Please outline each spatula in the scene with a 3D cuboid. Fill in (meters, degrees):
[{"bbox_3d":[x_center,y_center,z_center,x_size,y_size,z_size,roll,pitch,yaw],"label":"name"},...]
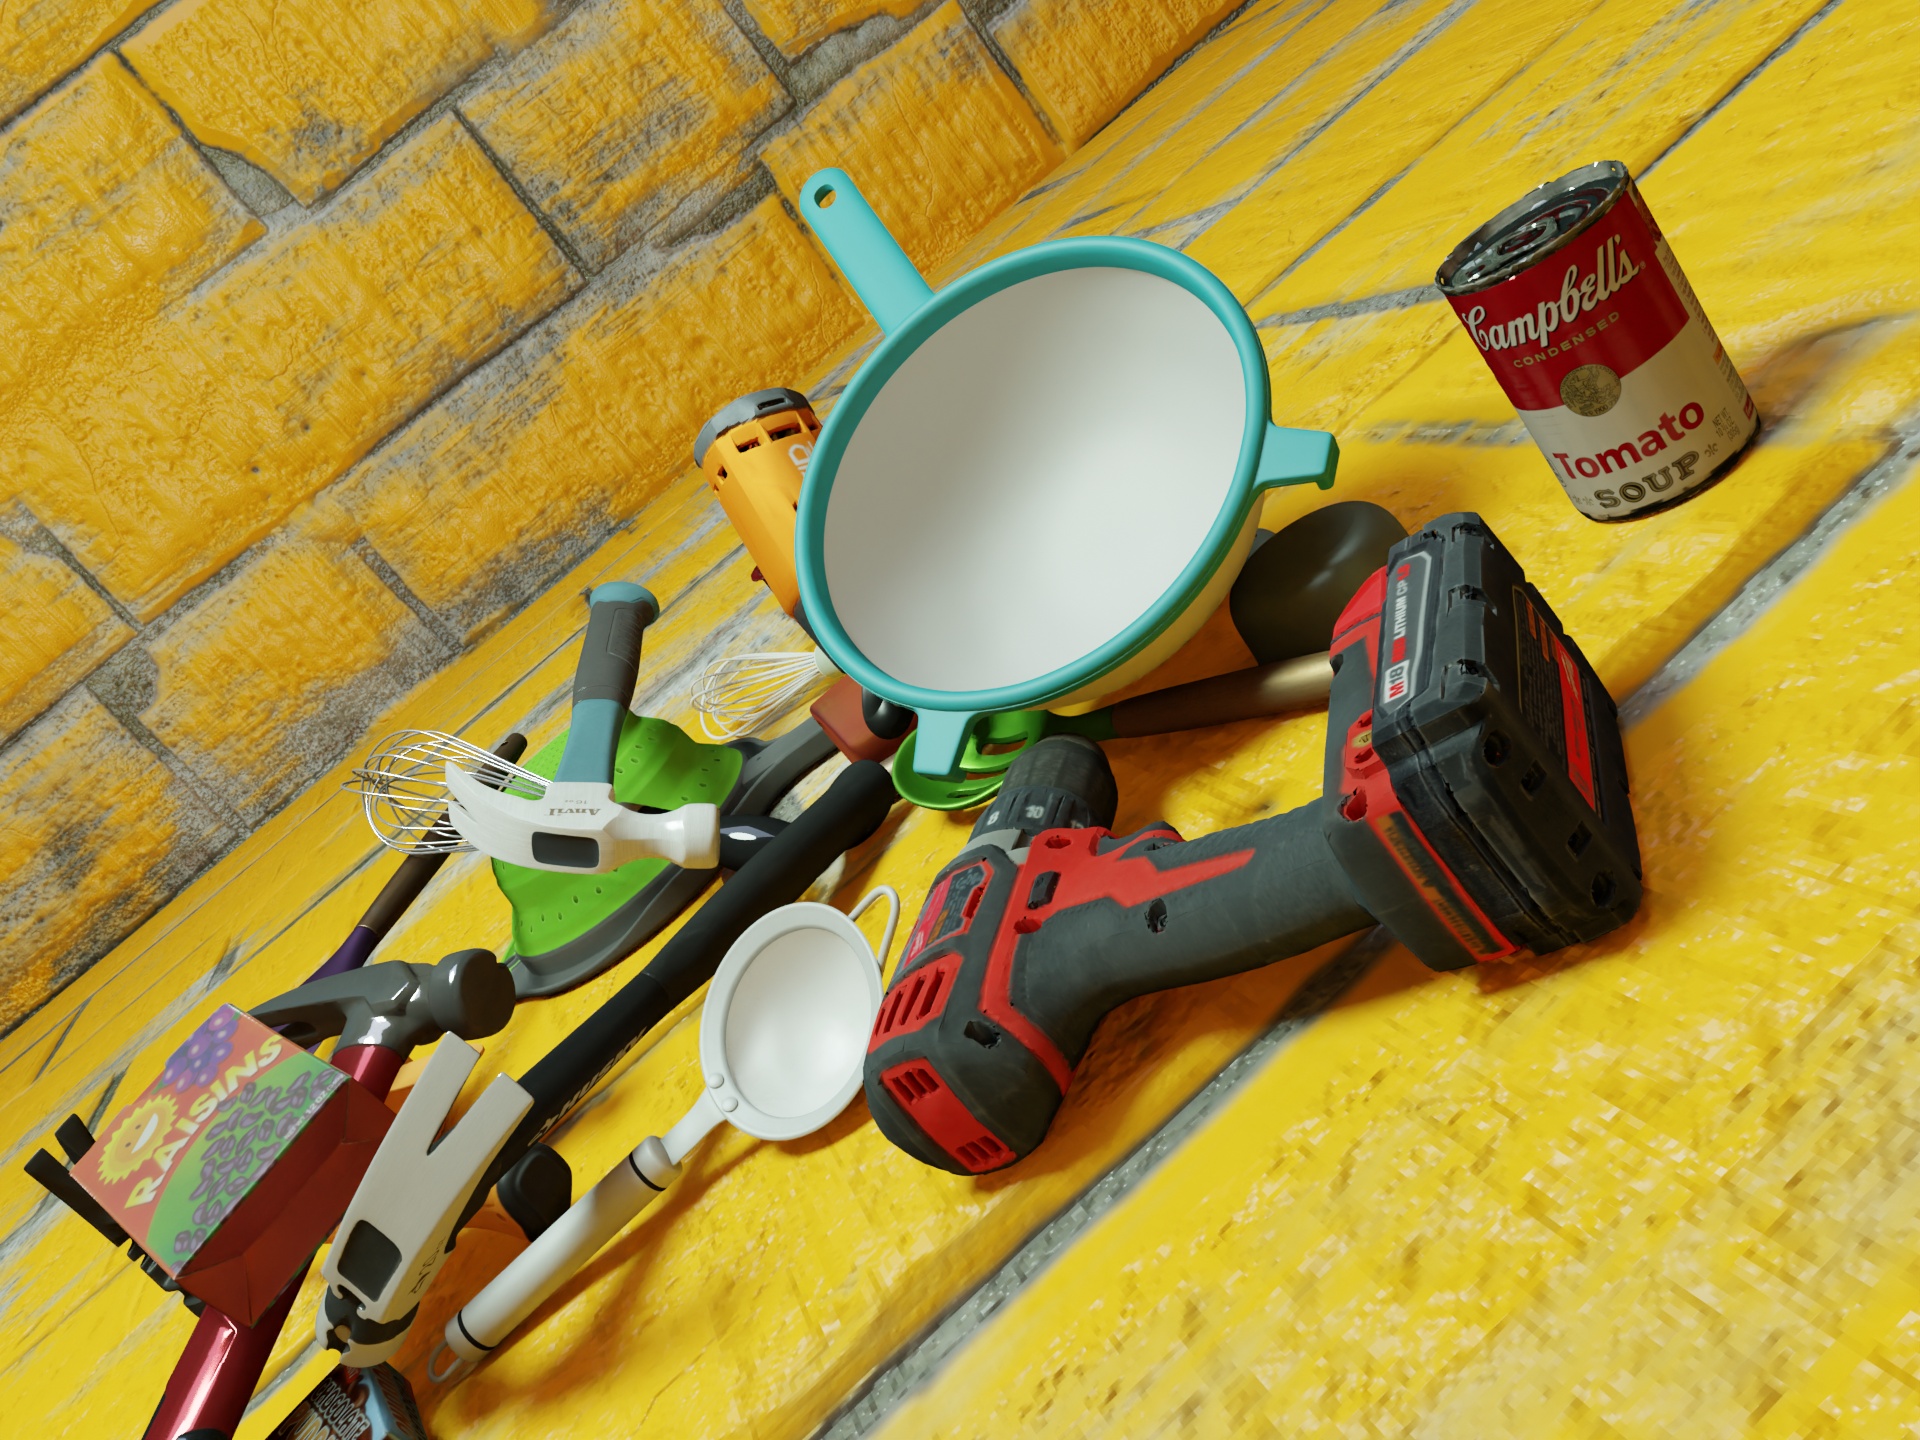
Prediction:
[{"bbox_3d":[-0.305,0.099,0.847,0.060,0.018,0.316,-11,30,22],"label":"spatula"}]

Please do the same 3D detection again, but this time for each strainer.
[{"bbox_3d":[-0.106,0.157,0.589,0.258,0.050,0.087,-43,51,5],"label":"strainer"},{"bbox_3d":[0.016,-0.130,0.696,0.211,0.095,0.341,-39,52,12],"label":"strainer"}]

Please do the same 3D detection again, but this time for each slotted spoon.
[{"bbox_3d":[0.083,-0.002,0.629,0.314,0.031,0.070,-14,36,48],"label":"slotted spoon"}]

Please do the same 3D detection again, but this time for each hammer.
[{"bbox_3d":[-0.115,0.100,0.636,0.335,0.035,0.146,-44,-12,-53],"label":"hammer"},{"bbox_3d":[-0.298,0.217,0.719,0.337,0.127,0.034,-17,28,36],"label":"hammer"},{"bbox_3d":[-0.192,-0.008,0.856,0.128,0.033,0.331,0,24,-8],"label":"hammer"},{"bbox_3d":[-0.284,0.250,0.572,0.143,0.038,0.387,-16,38,23],"label":"hammer"}]

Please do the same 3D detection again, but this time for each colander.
[{"bbox_3d":[-0.148,0.012,0.922,0.397,0.094,0.205,-35,19,12],"label":"colander"}]

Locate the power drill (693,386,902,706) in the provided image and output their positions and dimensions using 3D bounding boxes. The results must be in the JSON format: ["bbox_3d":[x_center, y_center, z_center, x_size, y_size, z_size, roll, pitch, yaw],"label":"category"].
[{"bbox_3d":[0.005,-0.103,0.778,0.226,0.164,0.084,-22,-18,-29],"label":"power drill"}]

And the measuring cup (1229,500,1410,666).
[{"bbox_3d":[0.135,-0.069,0.663,0.083,0.038,0.168,-37,20,6],"label":"measuring cup"}]

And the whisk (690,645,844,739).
[{"bbox_3d":[-0.090,-0.036,1.019,0.246,0.057,0.059,-18,62,41],"label":"whisk"}]

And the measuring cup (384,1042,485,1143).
[{"bbox_3d":[-0.277,0.200,0.797,0.173,0.052,0.095,-24,24,34],"label":"measuring cup"}]

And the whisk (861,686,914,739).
[{"bbox_3d":[-0.032,-0.097,0.853,0.073,0.073,0.296,-30,36,26],"label":"whisk"}]

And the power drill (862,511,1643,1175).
[{"bbox_3d":[0.078,0.030,0.489,0.226,0.080,0.188,-31,19,31],"label":"power drill"}]

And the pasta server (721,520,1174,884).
[{"bbox_3d":[-0.001,-0.002,0.771,0.316,0.040,0.060,-33,-1,21],"label":"pasta server"}]

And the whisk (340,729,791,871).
[{"bbox_3d":[-0.198,0.050,0.825,0.285,0.070,0.070,7,39,20],"label":"whisk"}]
